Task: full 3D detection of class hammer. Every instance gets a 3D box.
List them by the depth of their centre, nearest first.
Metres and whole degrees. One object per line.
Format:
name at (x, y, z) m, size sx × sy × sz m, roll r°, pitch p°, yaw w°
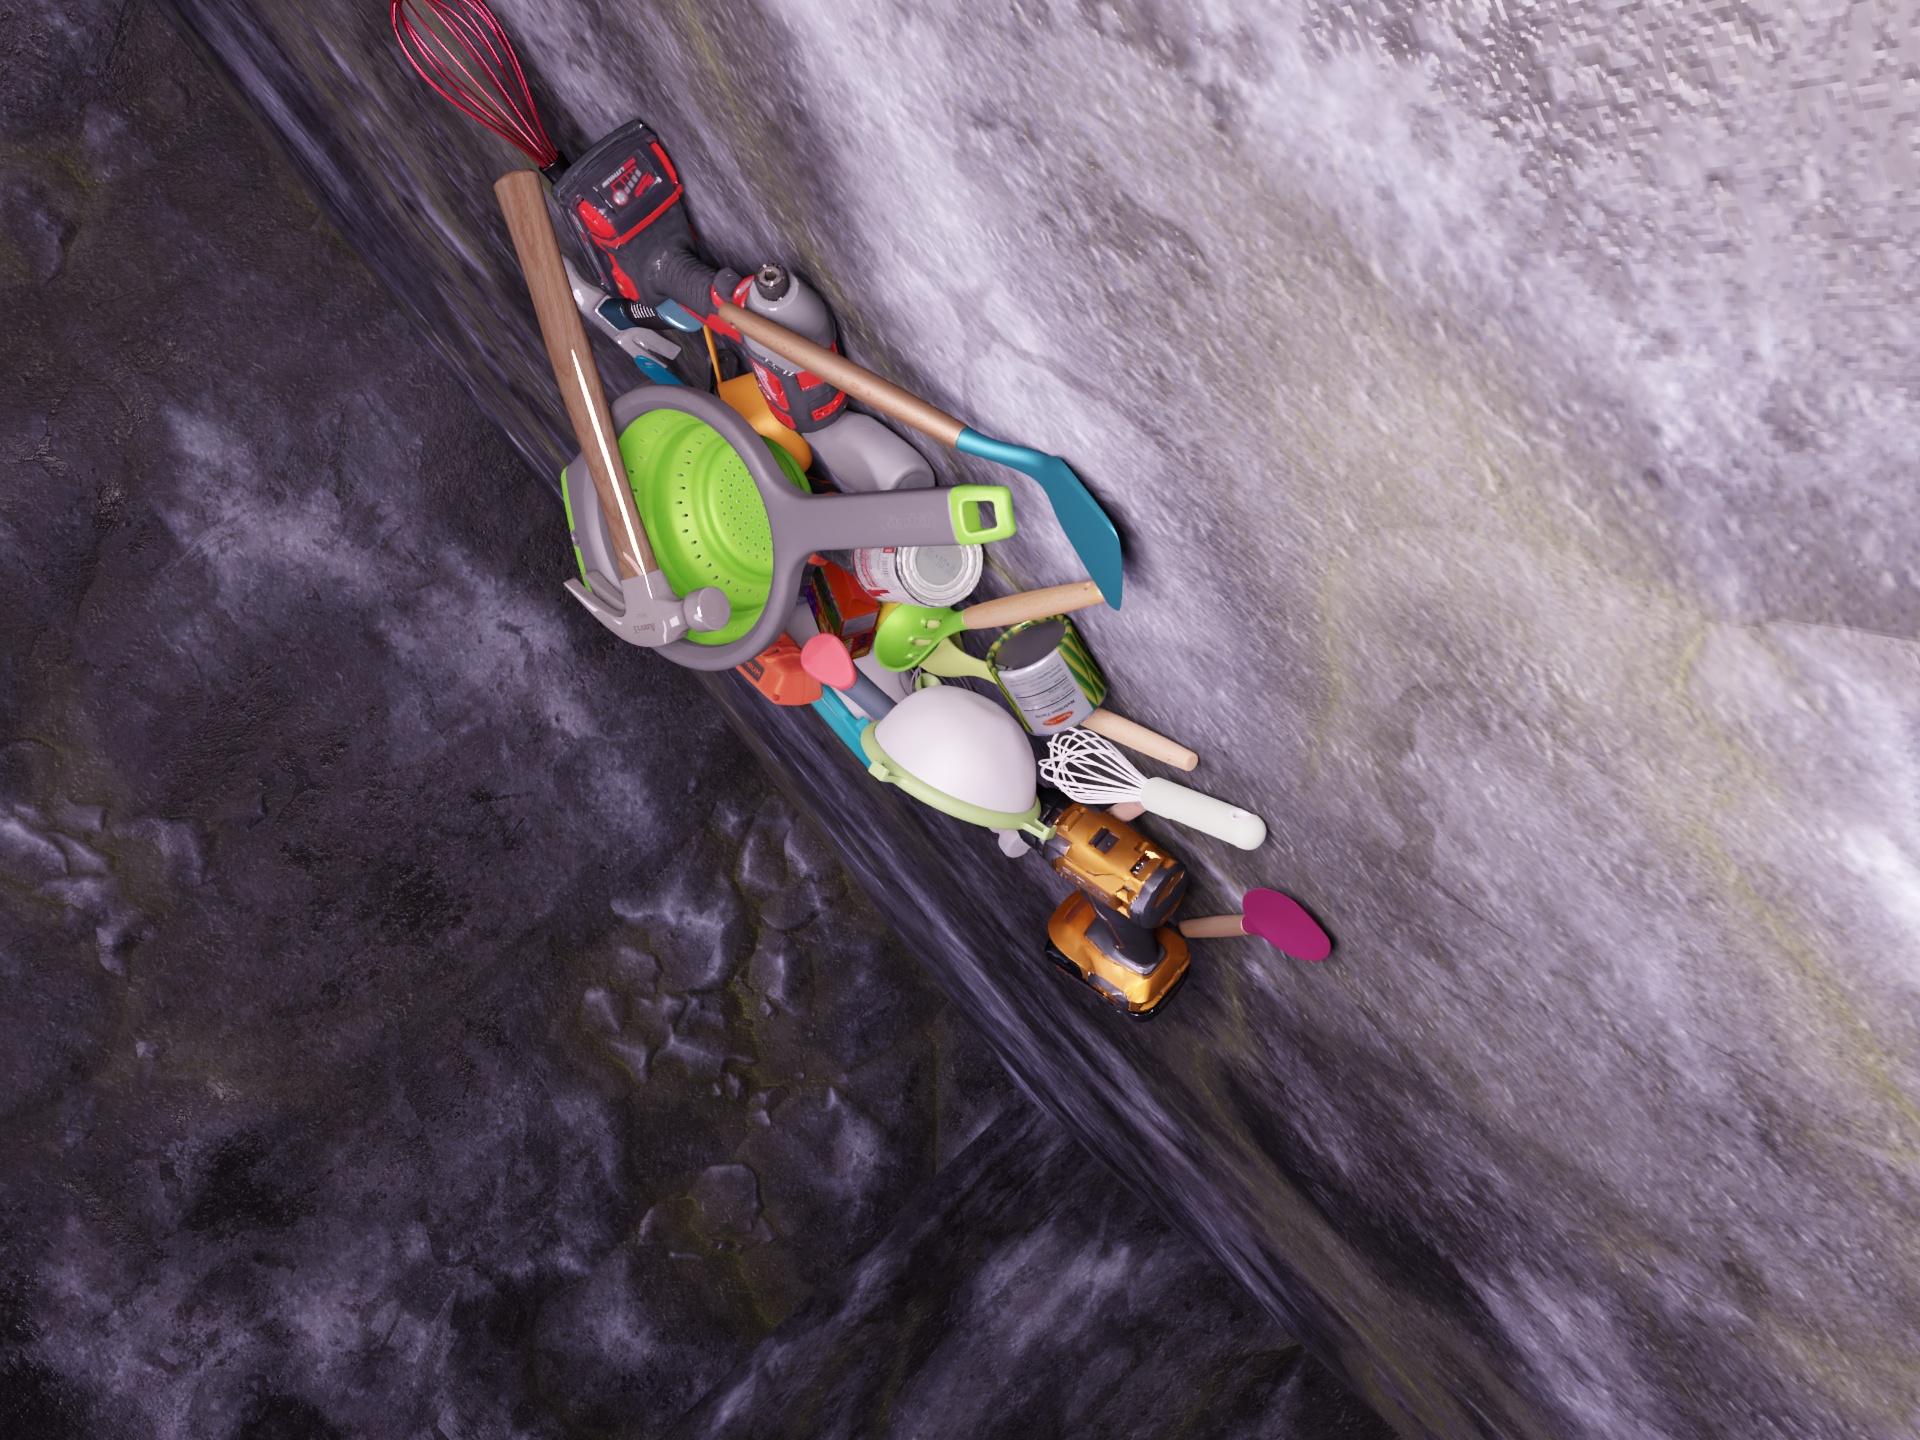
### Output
hammer at (-0.258, -0.211, 1.103) m, size 0.130 × 0.031 × 0.331 m, roll -8°, pitch 103°, yaw 40°
hammer at (-0.264, -0.335, 1.301) m, size 0.128 × 0.033 × 0.331 m, roll 41°, pitch 175°, yaw -25°
hammer at (-0.046, 0.008, 1.434) m, size 0.143 × 0.038 × 0.385 m, roll 49°, pitch -177°, yaw 34°

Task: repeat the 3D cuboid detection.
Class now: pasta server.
pasta server at (0.120, 0.087, 1.357) m, size 0.060 × 0.040 × 0.316 m, roll 49°, pitch 164°, yaw 2°

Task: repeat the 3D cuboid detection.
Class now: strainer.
strainer at (-0.002, -0.004, 1.260) m, size 0.151 × 0.069 × 0.257 m, roll 21°, pitch -161°, yaw -16°
strainer at (-0.095, -0.025, 1.632) m, size 0.211 × 0.095 × 0.340 m, roll 47°, pitch 174°, yaw 21°

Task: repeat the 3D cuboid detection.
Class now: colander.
colander at (-0.107, -0.143, 1.097) m, size 0.397 × 0.094 × 0.204 m, roll 3°, pitch 110°, yaw 37°

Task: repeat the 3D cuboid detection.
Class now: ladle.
ladle at (0.062, -0.031, 1.181) m, size 0.320 × 0.062 × 0.078 m, roll 27°, pitch 153°, yaw 45°

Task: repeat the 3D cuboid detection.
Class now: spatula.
spatula at (-0.026, -0.171, 0.937) m, size 0.318 × 0.044 × 0.082 m, roll 31°, pitch 161°, yaw 19°

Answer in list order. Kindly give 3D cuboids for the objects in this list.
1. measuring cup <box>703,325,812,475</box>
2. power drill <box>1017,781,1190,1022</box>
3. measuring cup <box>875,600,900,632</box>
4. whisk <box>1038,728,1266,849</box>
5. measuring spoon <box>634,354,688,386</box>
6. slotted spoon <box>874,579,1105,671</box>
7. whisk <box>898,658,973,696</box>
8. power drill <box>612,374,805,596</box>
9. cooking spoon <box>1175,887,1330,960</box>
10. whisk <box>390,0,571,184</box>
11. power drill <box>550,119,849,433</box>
measuring cup at (-0.160, -0.264, 1.232) m, size 0.095 × 0.052 × 0.174 m, roll 75°, pitch 177°, yaw -76°
power drill at (0.106, 0.141, 1.327) m, size 0.185 × 0.084 × 0.226 m, roll 32°, pitch 156°, yaw 29°
measuring cup at (-0.042, -0.078, 1.402) m, size 0.062 × 0.029 × 0.157 m, roll 54°, pitch 170°, yaw -23°
whisk at (0.134, 0.052, 1.144) m, size 0.246 × 0.057 × 0.059 m, roll 22°, pitch 121°, yaw 57°
measuring spoon at (-0.235, -0.290, 1.372) m, size 0.042 × 0.021 × 0.128 m, roll -3°, pitch 161°, yaw 30°
slotted spoon at (0.019, -0.071, 1.104) m, size 0.031 × 0.070 × 0.314 m, roll 31°, pitch 164°, yaw -22°
whisk at (0.021, 0.022, 1.461) m, size 0.238 × 0.055 × 0.055 m, roll 51°, pitch 169°, yaw -29°
power drill at (-0.224, -0.216, 1.520) m, size 0.229 × 0.080 × 0.190 m, roll 41°, pitch 174°, yaw 22°
cooking spoon at (0.218, 0.159, 1.240) m, size 0.069 × 0.017 × 0.319 m, roll 47°, pitch 168°, yaw 1°
whisk at (-0.330, -0.449, 1.229) m, size 0.073 × 0.073 × 0.295 m, roll 34°, pitch 168°, yaw 51°
power drill at (-0.167, -0.297, 1.068) m, size 0.220 × 0.078 × 0.143 m, roll 41°, pitch 168°, yaw 19°
